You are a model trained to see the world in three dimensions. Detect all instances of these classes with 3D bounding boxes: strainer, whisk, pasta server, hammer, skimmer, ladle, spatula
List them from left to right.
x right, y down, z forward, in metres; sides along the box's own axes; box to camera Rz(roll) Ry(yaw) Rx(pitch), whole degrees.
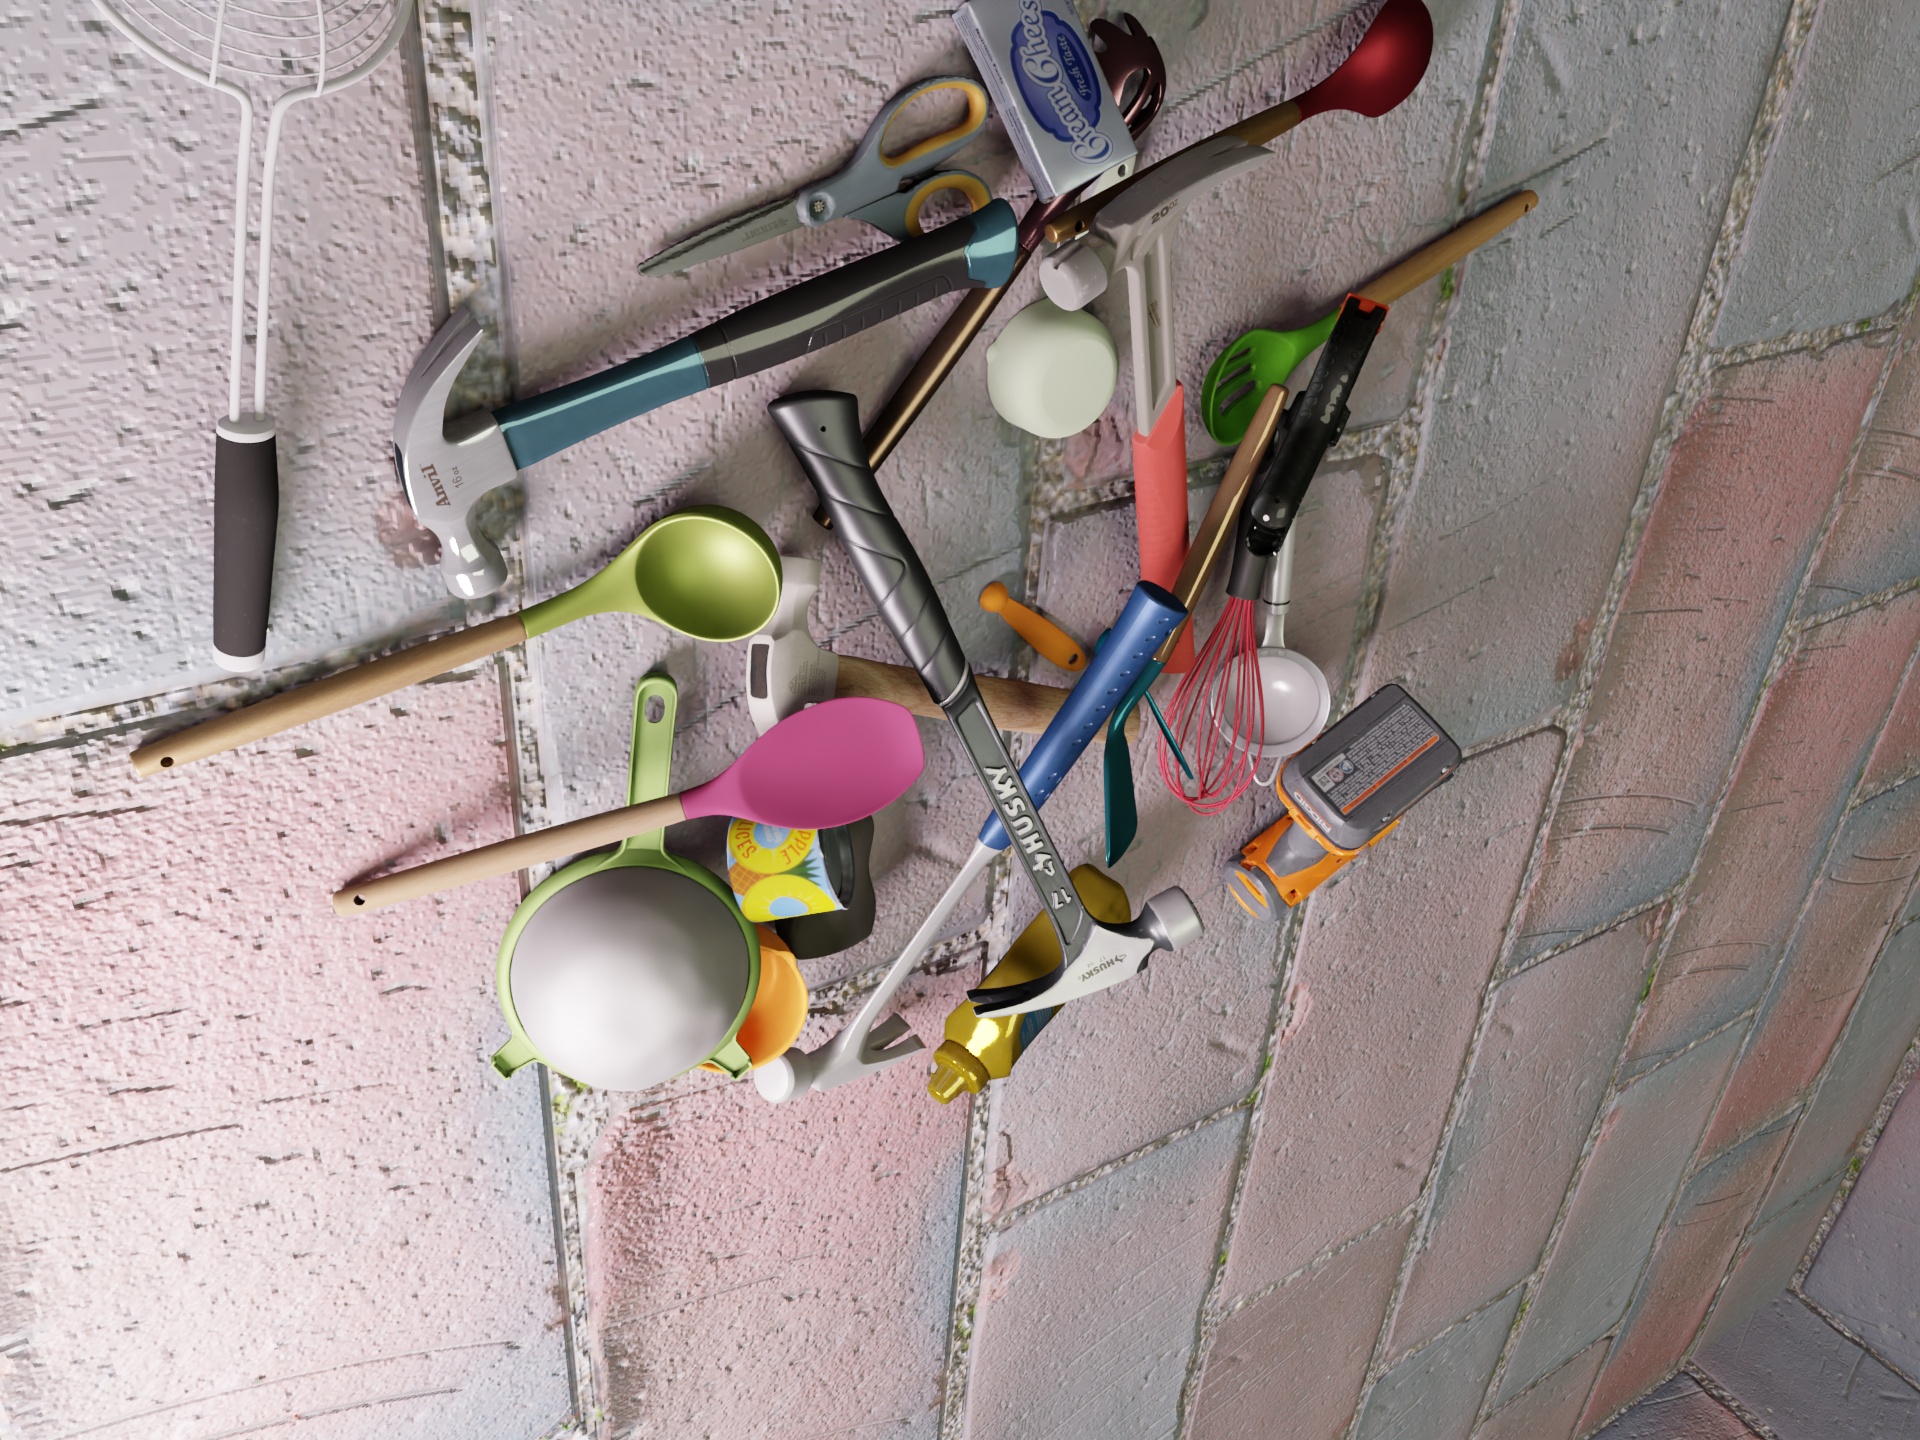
[{"bbox_3d":[-0.296,-0.188,0.646,0.127,0.090,0.363,-11,135,-37],"label":"skimmer"},{"bbox_3d":[-0.237,-0.032,0.781,0.320,0.062,0.078,-23,130,-22],"label":"ladle"},{"bbox_3d":[-0.177,0.103,0.883,0.151,0.069,0.256,4,107,-15],"label":"strainer"},{"bbox_3d":[-0.115,-0.179,0.776,0.331,0.033,0.128,-27,133,-16],"label":"hammer"},{"bbox_3d":[-0.001,-0.003,0.904,0.149,0.036,0.408,-29,112,-3],"label":"hammer"},{"bbox_3d":[0.002,-0.011,0.982,0.331,0.031,0.130,8,89,-46],"label":"hammer"},{"bbox_3d":[0.012,-0.237,0.863,0.060,0.040,0.316,27,103,-46],"label":"pasta server"},{"bbox_3d":[0.017,0.084,1.012,0.144,0.035,0.405,2,127,-56],"label":"hammer"},{"bbox_3d":[0.127,-0.162,0.958,0.149,0.037,0.358,-37,144,-20],"label":"hammer"},{"bbox_3d":[0.144,-0.058,1.003,0.317,0.044,0.082,-68,167,20],"label":"spatula"},{"bbox_3d":[0.190,-0.069,1.096,0.073,0.073,0.295,-8,117,-35],"label":"whisk"},{"bbox_3d":[0.167,-0.334,0.894,0.315,0.031,0.069,-33,138,-24],"label":"ladle"},{"bbox_3d":[0.225,-0.076,1.131,0.087,0.050,0.258,4,119,9],"label":"strainer"}]

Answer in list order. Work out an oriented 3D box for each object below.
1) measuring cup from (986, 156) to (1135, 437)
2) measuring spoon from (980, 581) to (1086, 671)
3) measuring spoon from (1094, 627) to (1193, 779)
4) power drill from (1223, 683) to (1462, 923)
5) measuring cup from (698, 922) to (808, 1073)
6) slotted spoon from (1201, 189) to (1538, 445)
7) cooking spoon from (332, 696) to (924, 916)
[{"bbox_3d":[0.072,-0.238,0.897,0.083,0.038,0.167,3,118,-40],"label":"measuring cup"},{"bbox_3d":[0.051,-0.057,1.024,0.021,0.011,0.116,-53,136,3],"label":"measuring spoon"},{"bbox_3d":[0.122,-0.006,1.076,0.021,0.042,0.128,-28,114,9],"label":"measuring spoon"},{"bbox_3d":[0.293,0.060,1.202,0.164,0.084,0.226,-35,163,-17],"label":"power drill"},{"bbox_3d":[-0.169,0.139,0.963,0.095,0.052,0.173,-46,112,2],"label":"measuring cup"},{"bbox_3d":[0.269,-0.274,1.041,0.314,0.031,0.070,-34,135,-18],"label":"slotted spoon"},{"bbox_3d":[-0.174,0.052,0.850,0.319,0.017,0.068,-16,102,-9],"label":"cooking spoon"}]
